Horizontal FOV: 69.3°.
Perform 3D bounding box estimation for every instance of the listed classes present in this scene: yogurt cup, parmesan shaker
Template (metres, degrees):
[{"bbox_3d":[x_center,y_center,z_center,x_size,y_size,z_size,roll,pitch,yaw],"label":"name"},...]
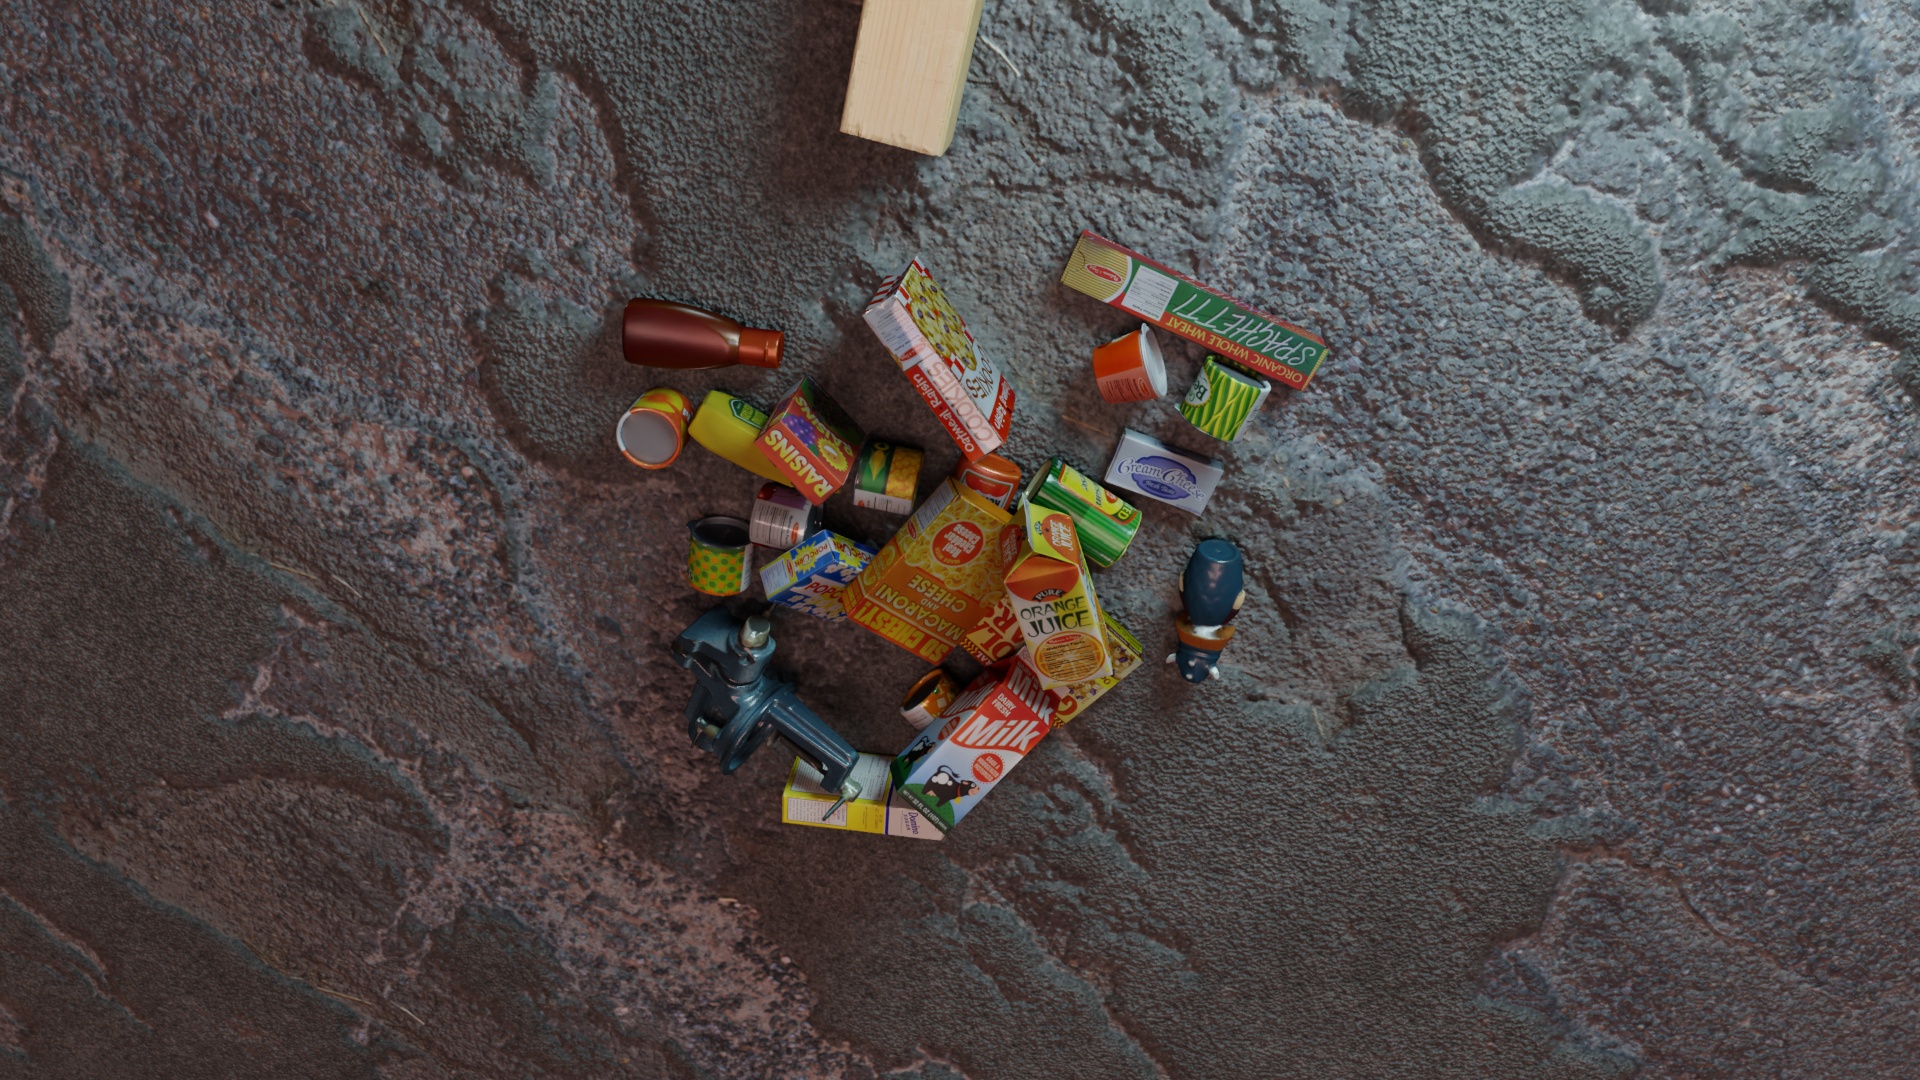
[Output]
[{"bbox_3d":[0.156,-0.158,1.282,0.054,0.073,0.072,-13,114,22],"label":"yogurt cup"},{"bbox_3d":[0.115,-0.027,1.346,0.103,0.071,0.071,32,116,-9],"label":"parmesan shaker"}]

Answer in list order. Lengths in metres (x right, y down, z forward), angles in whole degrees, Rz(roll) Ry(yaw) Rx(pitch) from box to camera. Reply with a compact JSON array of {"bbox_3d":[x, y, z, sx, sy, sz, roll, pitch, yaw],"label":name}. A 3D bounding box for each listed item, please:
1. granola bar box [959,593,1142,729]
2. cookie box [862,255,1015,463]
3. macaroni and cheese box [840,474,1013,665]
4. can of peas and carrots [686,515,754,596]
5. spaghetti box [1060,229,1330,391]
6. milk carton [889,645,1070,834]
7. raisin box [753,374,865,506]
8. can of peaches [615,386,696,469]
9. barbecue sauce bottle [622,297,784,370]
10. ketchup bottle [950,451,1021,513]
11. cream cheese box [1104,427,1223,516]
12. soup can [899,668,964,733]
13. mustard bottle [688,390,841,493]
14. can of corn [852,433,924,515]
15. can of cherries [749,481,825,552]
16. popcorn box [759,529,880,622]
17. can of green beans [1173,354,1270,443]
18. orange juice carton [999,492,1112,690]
[{"bbox_3d":[0.086,0.100,1.431,0.165,0.039,0.124,42,113,-14],"label":"granola bar box"},{"bbox_3d":[-0.014,-0.166,1.264,0.040,0.123,0.167,-30,109,20],"label":"cookie box"},{"bbox_3d":[-0.017,0.032,1.352,0.123,0.040,0.166,32,110,-33],"label":"macaroni and cheese box"},{"bbox_3d":[-0.246,0.015,1.412,0.071,0.071,0.058,11,118,1],"label":"can of peas and carrots"},{"bbox_3d":[0.214,-0.209,1.269,0.250,0.029,0.050,23,117,-5],"label":"spaghetti box"},{"bbox_3d":[0.021,0.196,1.403,0.190,0.073,0.072,-45,105,1],"label":"milk carton"},{"bbox_3d":[-0.141,-0.096,1.313,0.040,0.124,0.086,-37,107,21],"label":"raisin box"},{"bbox_3d":[-0.295,-0.110,1.361,0.071,0.058,0.071,3,116,6],"label":"can of peaches"},{"bbox_3d":[-0.244,-0.191,1.323,0.149,0.044,0.064,8,117,2],"label":"barbecue sauce bottle"},{"bbox_3d":[0.005,-0.017,1.380,0.065,0.044,0.148,19,118,-10],"label":"ketchup bottle"},{"bbox_3d":[0.196,-0.066,1.344,0.104,0.024,0.053,20,116,-3],"label":"cream cheese box"},{"bbox_3d":[-0.012,0.184,1.471,0.071,0.072,0.083,-37,106,22],"label":"soup can"},{"bbox_3d":[-0.185,-0.090,1.358,0.160,0.065,0.048,28,112,-14],"label":"mustard bottle"},{"bbox_3d":[-0.069,-0.064,1.354,0.058,0.071,0.070,12,117,0],"label":"can of corn"},{"bbox_3d":[-0.172,-0.021,1.386,0.058,0.072,0.071,13,117,7],"label":"can of cherries"},{"bbox_3d":[-0.128,0.037,1.384,0.085,0.126,0.038,-30,64,20],"label":"popcorn box"},{"bbox_3d":[0.244,-0.131,1.283,0.071,0.071,0.057,23,116,-5],"label":"can of green beans"},{"bbox_3d":[0.086,0.047,1.315,0.073,0.072,0.191,-14,129,9],"label":"orange juice carton"}]
